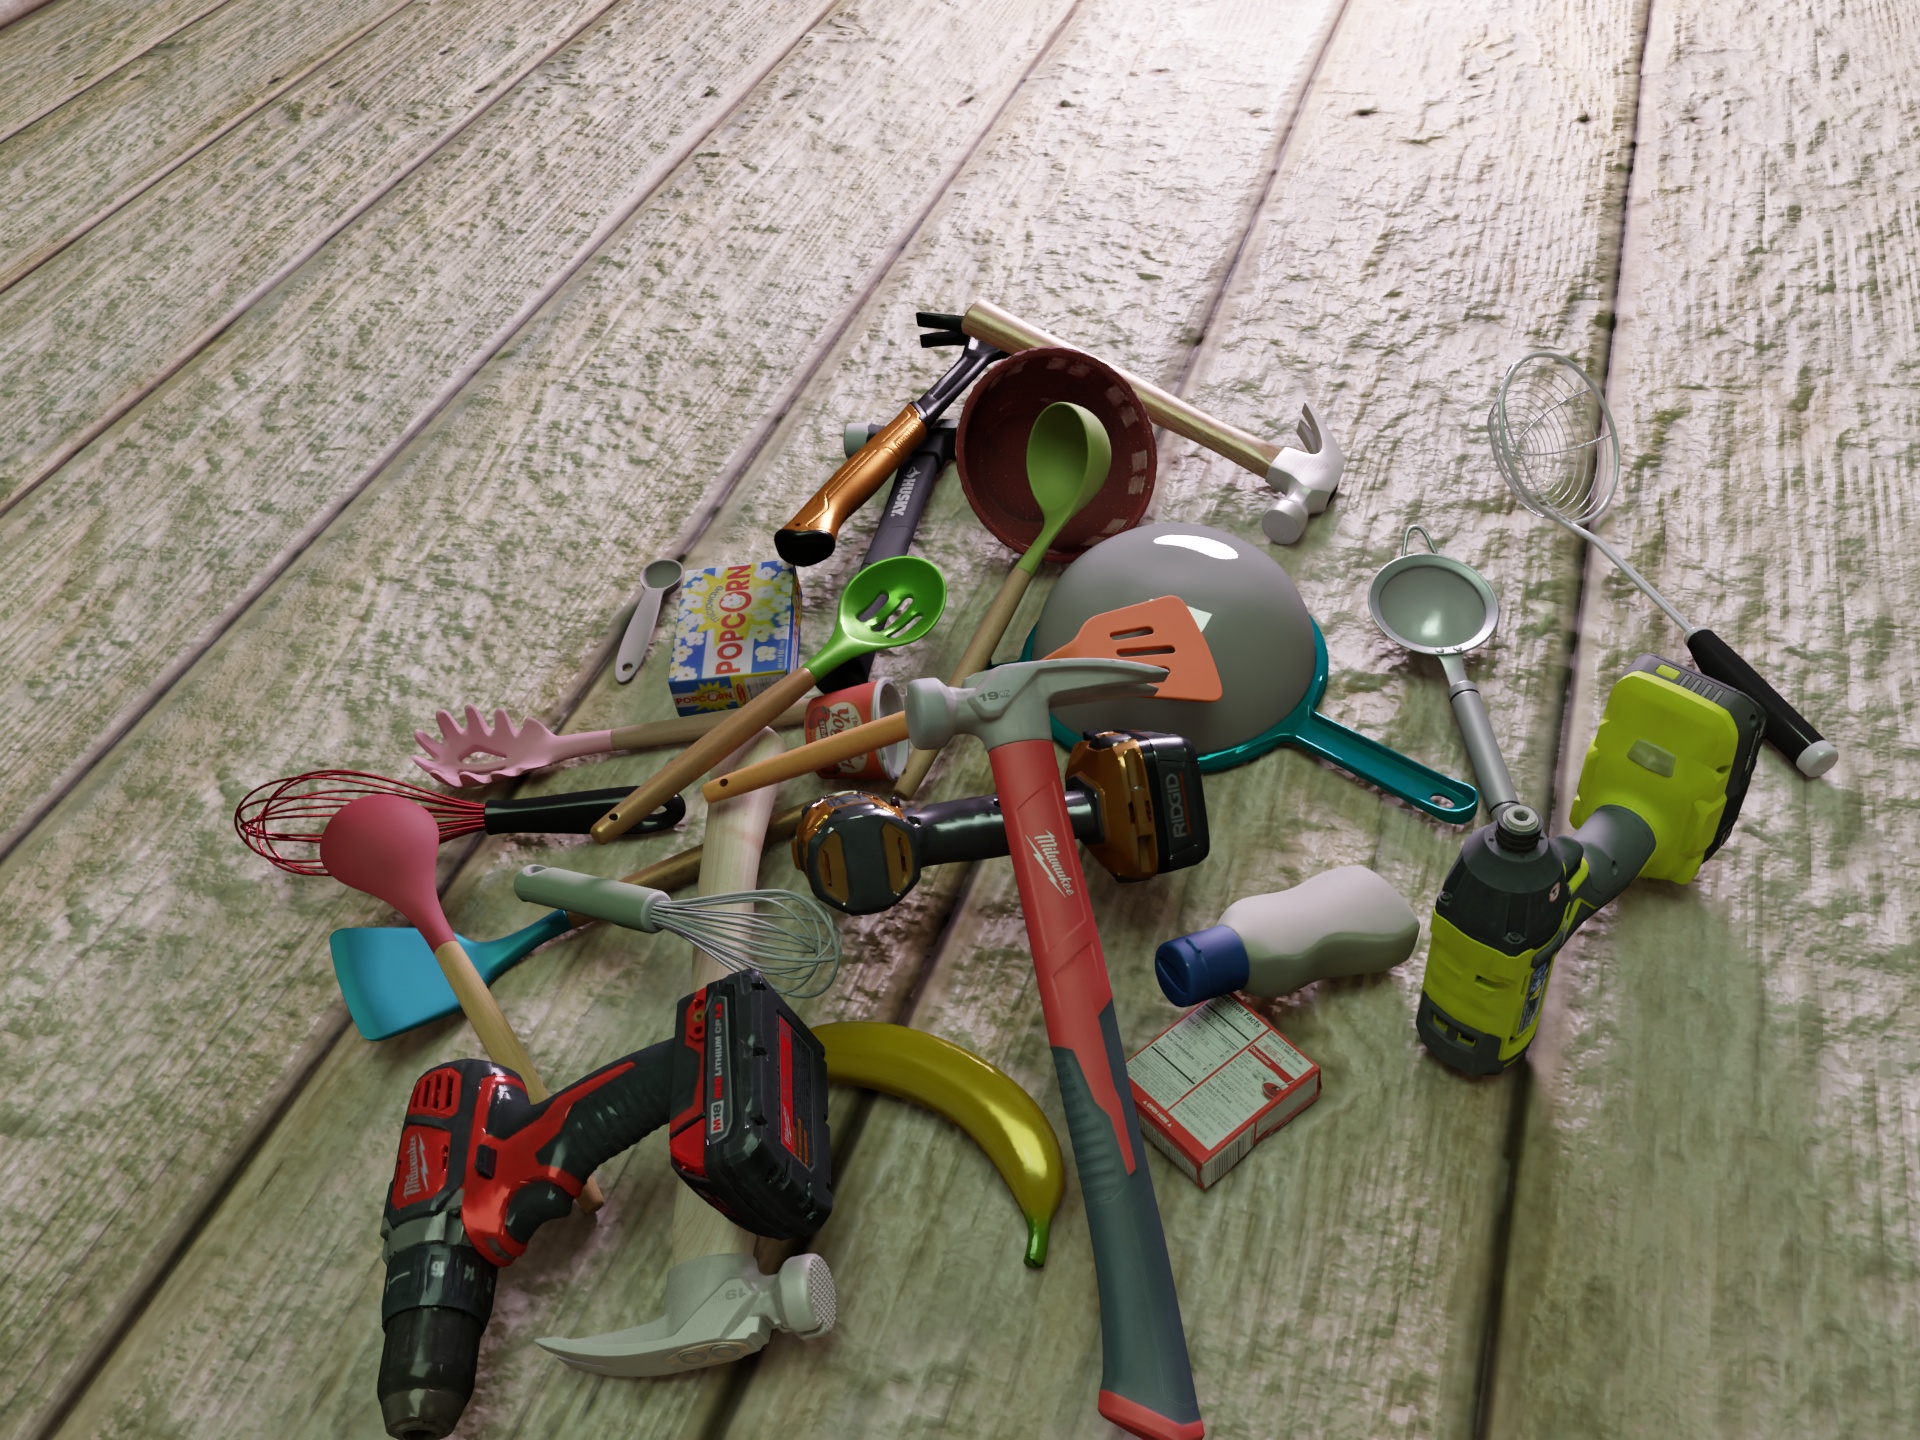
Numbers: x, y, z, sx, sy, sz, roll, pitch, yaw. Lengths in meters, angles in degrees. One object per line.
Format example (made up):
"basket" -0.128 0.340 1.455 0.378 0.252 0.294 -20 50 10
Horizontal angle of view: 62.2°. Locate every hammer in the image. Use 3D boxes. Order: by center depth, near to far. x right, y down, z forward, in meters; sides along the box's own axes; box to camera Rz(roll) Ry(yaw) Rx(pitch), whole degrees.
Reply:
"hammer" 0.075 0.149 0.789 0.143 0.038 0.387 -6 67 -13
"hammer" -0.144 0.157 0.898 0.146 0.038 0.411 -15 45 11
"hammer" -0.048 -0.130 1.192 0.146 0.035 0.335 1 41 12
"hammer" 0.147 -0.253 1.250 0.331 0.031 0.130 30 53 17
"hammer" -0.052 -0.228 1.255 0.127 0.034 0.337 15 46 25

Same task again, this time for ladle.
"ladle" -0.286 0.152 0.915 0.069 0.031 0.316 -27 61 -24
"ladle" 0.022 -0.086 1.082 0.078 0.062 0.320 -17 40 57

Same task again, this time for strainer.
"strainer" 0.321 -0.021 1.026 0.087 0.050 0.259 -5 49 0
"strainer" 0.185 -0.042 1.030 0.211 0.095 0.341 -38 49 -26

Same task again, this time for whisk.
"whisk" -0.165 0.110 0.897 0.246 0.059 0.058 7 13 34
"whisk" -0.327 0.064 1.039 0.296 0.073 0.073 -3 44 0

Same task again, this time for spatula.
"spatula" -0.002 -0.003 0.974 0.322 0.041 0.081 -19 62 0
"spatula" -0.220 0.107 0.984 0.317 0.044 0.082 -23 56 -16

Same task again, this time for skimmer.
"skimmer" 0.472 -0.116 1.060 0.127 0.090 0.364 7 38 -30

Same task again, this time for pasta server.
"pasta server" -0.214 0.005 1.093 0.316 0.040 0.060 -8 52 0

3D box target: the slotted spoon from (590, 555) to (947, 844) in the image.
"slotted spoon" -0.117 -0.016 1.017 0.070 0.031 0.314 33 51 21

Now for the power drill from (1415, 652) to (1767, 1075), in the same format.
"power drill" 0.330 0.066 0.842 0.223 0.171 0.080 -35 49 -29

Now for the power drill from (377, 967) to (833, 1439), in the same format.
"power drill" -0.180 0.231 0.767 0.226 0.080 0.188 -20 43 12

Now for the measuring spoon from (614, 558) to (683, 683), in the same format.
"measuring spoon" -0.236 -0.072 1.197 0.034 0.018 0.124 3 52 11

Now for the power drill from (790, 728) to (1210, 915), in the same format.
"power drill" 0.013 0.059 0.940 0.226 0.084 0.185 -9 3 -9
